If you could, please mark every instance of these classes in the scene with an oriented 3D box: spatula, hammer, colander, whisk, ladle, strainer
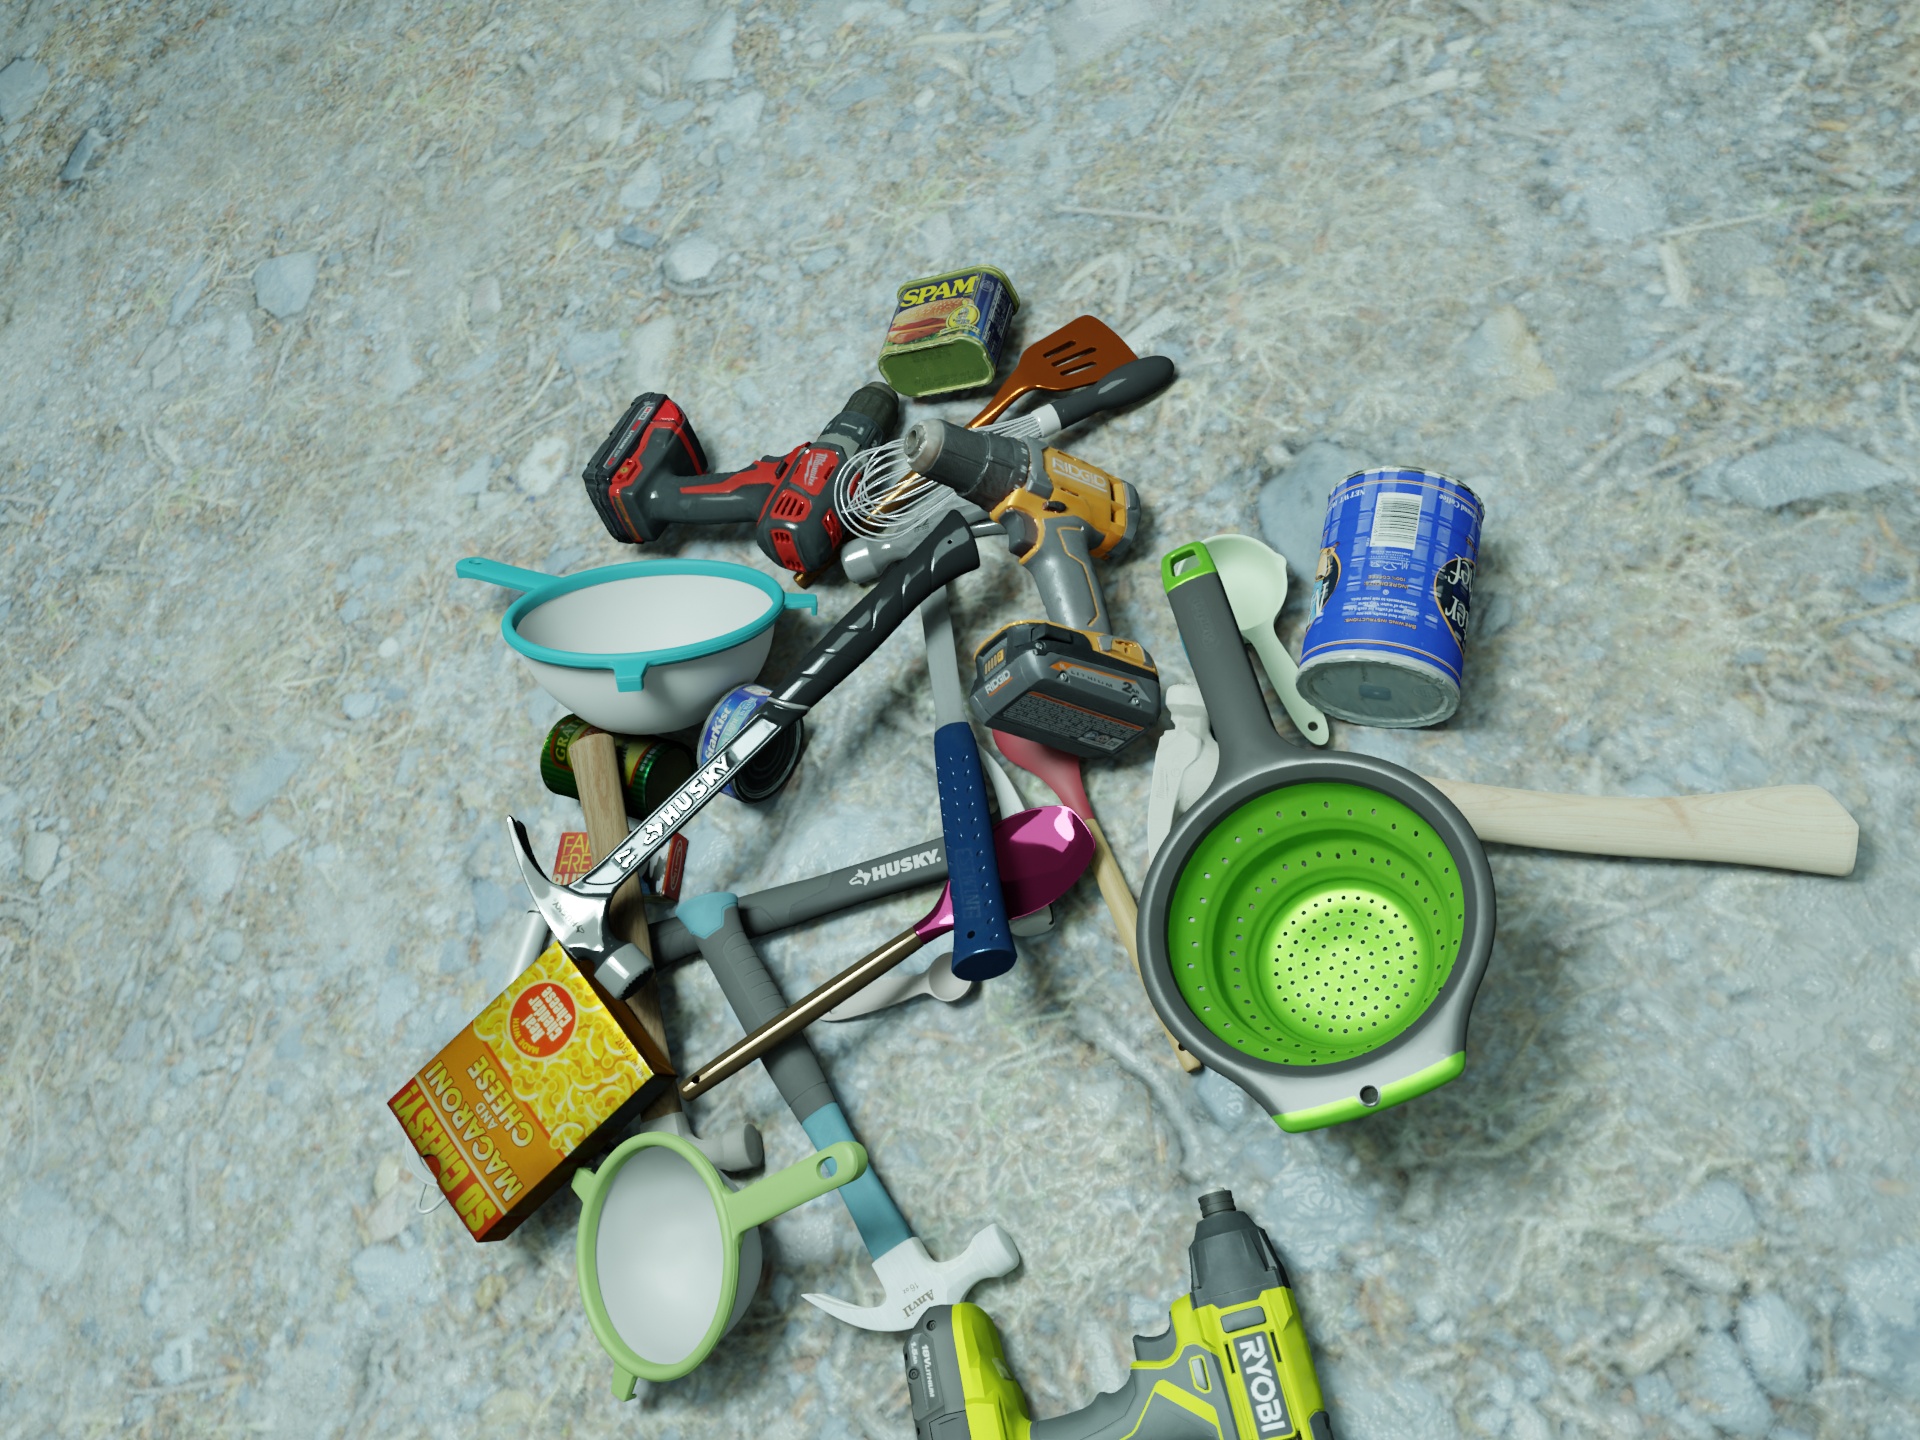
[{"bbox_3d":[-0.004,-0.209,1.264,0.322,0.041,0.081,-40,56,5],"label":"spatula"},{"bbox_3d":[-0.102,0.120,1.136,0.335,0.035,0.146,-18,61,14],"label":"hammer"},{"bbox_3d":[0.198,0.061,0.973,0.204,0.094,0.398,-24,55,16],"label":"colander"},{"bbox_3d":[0.037,-0.214,1.213,0.284,0.070,0.070,-25,58,-6],"label":"whisk"},{"bbox_3d":[0.319,0.065,0.983,0.411,0.038,0.146,5,80,21],"label":"hammer"},{"bbox_3d":[0.093,0.093,1.075,0.069,0.031,0.316,-27,60,8],"label":"ladle"},{"bbox_3d":[-0.341,0.239,1.173,0.087,0.050,0.259,4,61,16],"label":"strainer"},{"bbox_3d":[-0.139,0.000,1.116,0.149,0.036,0.409,43,81,13],"label":"hammer"},{"bbox_3d":[-0.002,-0.004,1.112,0.144,0.035,0.406,-19,49,12],"label":"hammer"},{"bbox_3d":[-0.285,-0.061,1.250,0.340,0.095,0.211,15,30,37],"label":"strainer"},{"bbox_3d":[-0.099,0.248,1.053,0.128,0.033,0.331,-36,65,4],"label":"hammer"},{"bbox_3d":[-0.138,0.318,1.005,0.256,0.069,0.152,-33,62,28],"label":"strainer"},{"bbox_3d":[-0.236,0.169,1.130,0.130,0.031,0.331,-19,73,14],"label":"hammer"}]

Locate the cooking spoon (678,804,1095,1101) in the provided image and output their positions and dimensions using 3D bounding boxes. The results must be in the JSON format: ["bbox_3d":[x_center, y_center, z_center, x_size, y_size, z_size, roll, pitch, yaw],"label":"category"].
[{"bbox_3d":[-0.049,0.157,1.051,0.319,0.017,0.069,-33,63,-5],"label":"cooking spoon"}]

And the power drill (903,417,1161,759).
[{"bbox_3d":[0.047,-0.102,1.091,0.084,0.185,0.226,-39,43,44],"label":"power drill"}]

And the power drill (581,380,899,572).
[{"bbox_3d":[-0.170,-0.211,1.293,0.227,0.080,0.188,10,55,24],"label":"power drill"}]

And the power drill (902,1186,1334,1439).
[{"bbox_3d":[0.089,0.376,0.912,0.223,0.080,0.171,-18,61,9],"label":"power drill"}]

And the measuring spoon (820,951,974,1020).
[{"bbox_3d":[-0.044,0.188,1.094,0.124,0.018,0.034,-18,60,21],"label":"measuring spoon"}]

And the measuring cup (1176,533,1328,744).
[{"bbox_3d":[0.206,-0.050,1.094,0.083,0.038,0.168,-25,70,-5],"label":"measuring cup"}]

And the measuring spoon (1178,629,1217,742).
[{"bbox_3d":[0.173,-0.029,1.102,0.042,0.021,0.129,-23,60,11],"label":"measuring spoon"}]
